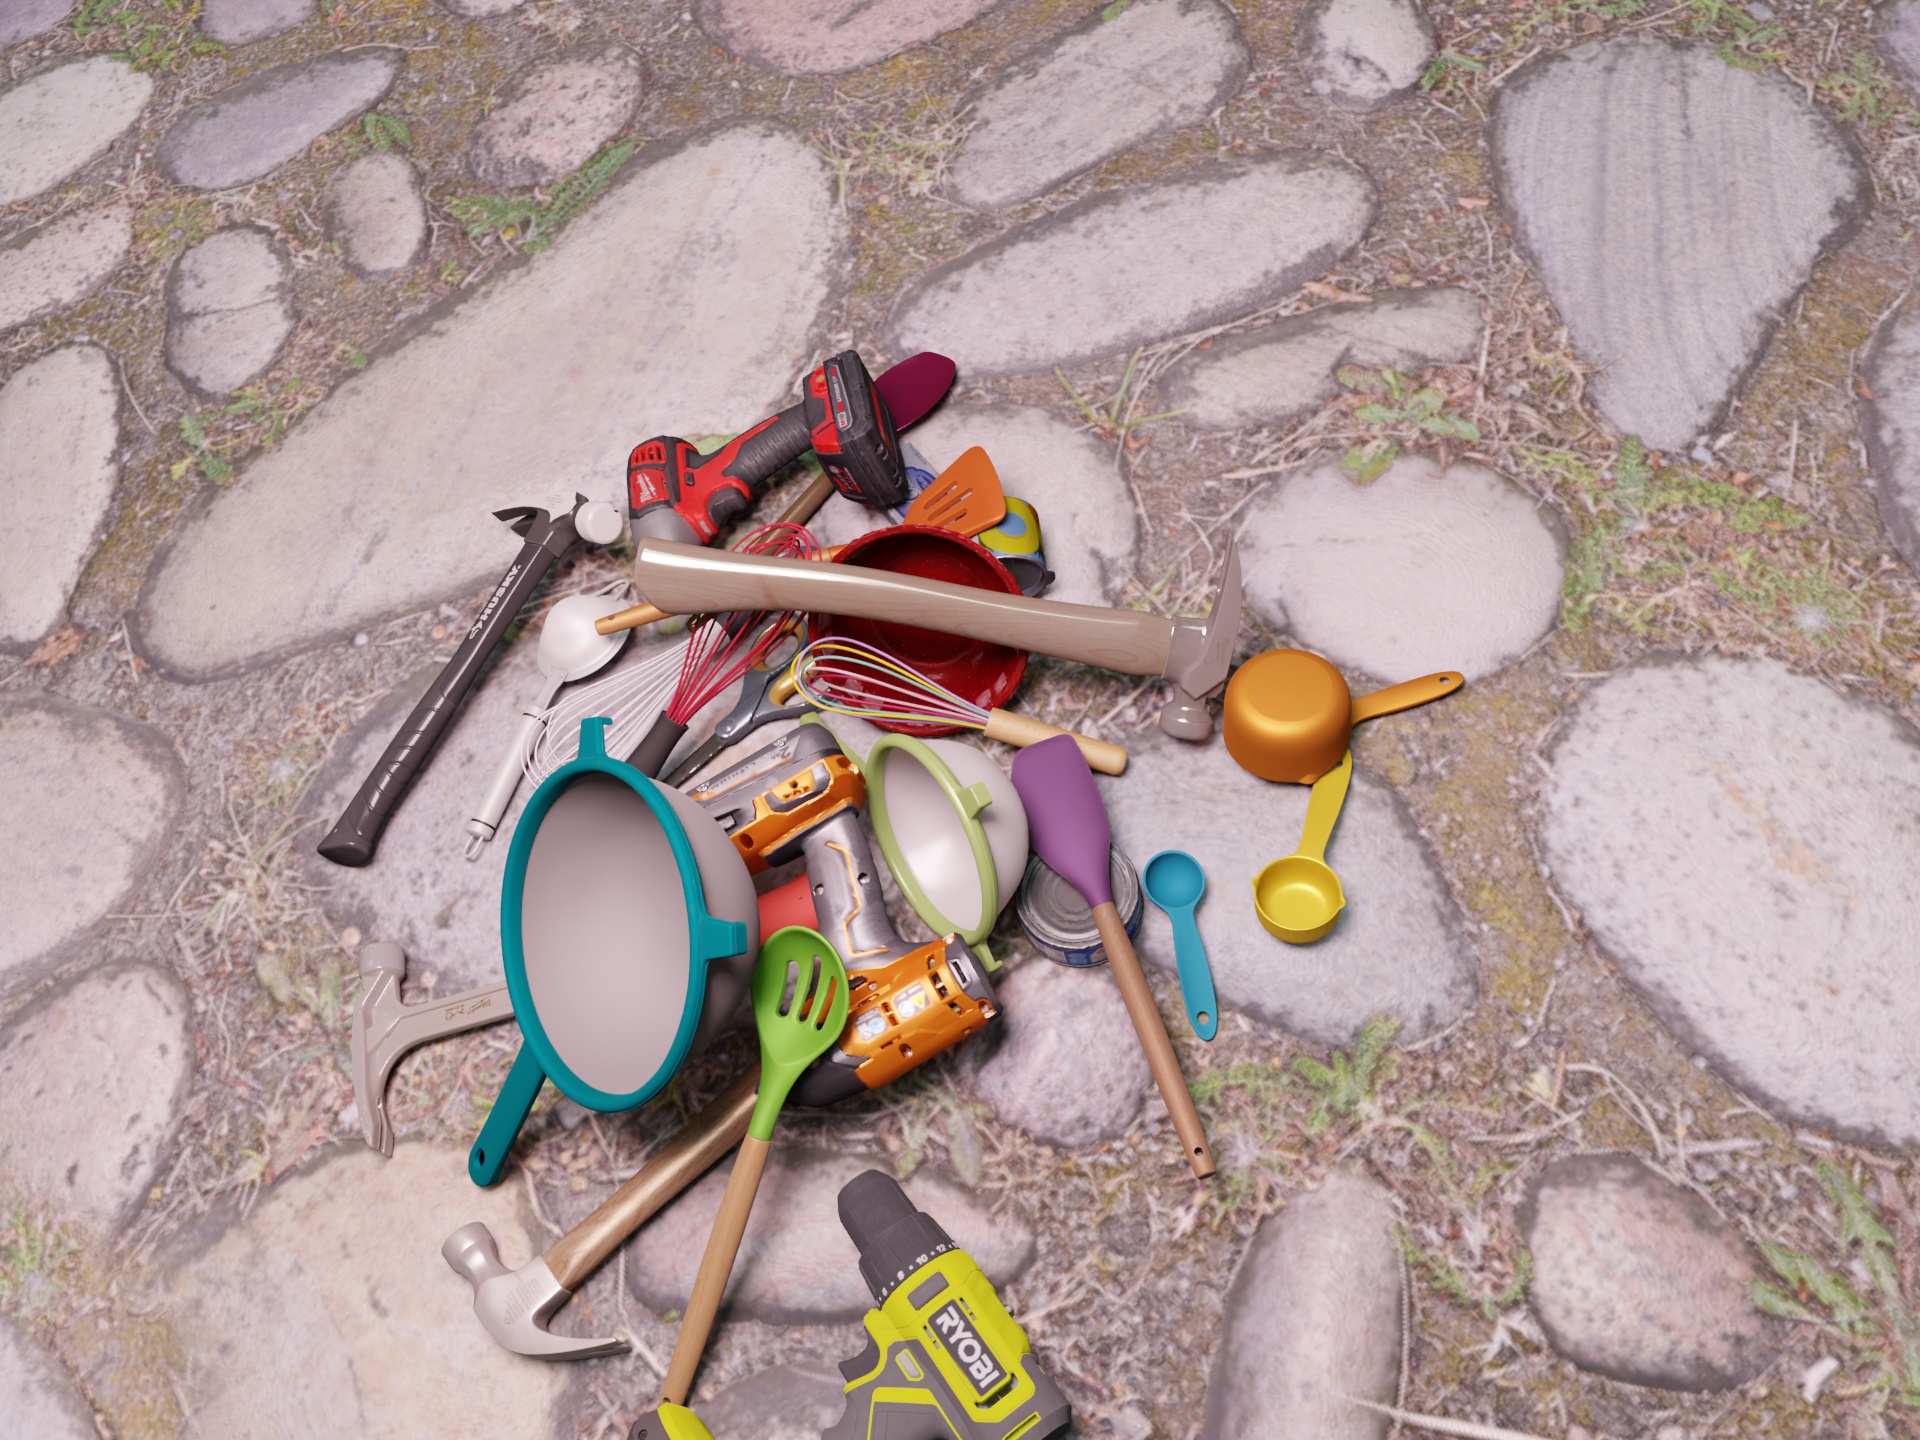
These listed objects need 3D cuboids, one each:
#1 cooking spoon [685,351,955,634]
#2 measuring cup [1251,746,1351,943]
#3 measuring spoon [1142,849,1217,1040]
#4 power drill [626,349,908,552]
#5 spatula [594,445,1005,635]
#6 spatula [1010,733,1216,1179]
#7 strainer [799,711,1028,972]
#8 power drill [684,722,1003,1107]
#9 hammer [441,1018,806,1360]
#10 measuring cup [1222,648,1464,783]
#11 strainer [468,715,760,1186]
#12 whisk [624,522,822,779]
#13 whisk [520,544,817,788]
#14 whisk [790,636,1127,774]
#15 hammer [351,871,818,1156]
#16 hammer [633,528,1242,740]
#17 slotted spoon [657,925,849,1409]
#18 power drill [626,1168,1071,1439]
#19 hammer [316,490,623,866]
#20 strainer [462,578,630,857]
[{"bbox_3d":[-0.113,-0.187,1.285,0.069,0.017,0.319,29,70,33],"label":"cooking spoon"},{"bbox_3d":[0.239,0.083,1.070,0.062,0.029,0.157,13,53,19],"label":"measuring cup"},{"bbox_3d":[0.149,0.150,1.054,0.042,0.021,0.129,-8,69,-4],"label":"measuring spoon"},{"bbox_3d":[-0.159,-0.190,1.247,0.219,0.078,0.143,-21,50,11],"label":"power drill"},{"bbox_3d":[-0.123,-0.122,1.195,0.322,0.041,0.081,-17,53,0],"label":"spatula"},{"bbox_3d":[0.098,0.143,1.022,0.060,0.018,0.316,-21,59,1],"label":"spatula"},{"bbox_3d":[-0.026,0.048,1.099,0.069,0.151,0.257,-22,36,-25],"label":"strainer"},{"bbox_3d":[-0.095,0.133,1.031,0.164,0.084,0.227,-31,68,-3],"label":"power drill"},{"bbox_3d":[-0.171,0.280,1.033,0.331,0.031,0.130,-41,62,-12],"label":"hammer"},{"bbox_3d":[0.265,-0.019,1.094,0.173,0.052,0.095,-17,52,0],"label":"measuring cup"},{"bbox_3d":[-0.218,0.175,1.005,0.211,0.095,0.340,50,123,32],"label":"strainer"},{"bbox_3d":[-0.196,-0.017,1.150,0.073,0.073,0.296,37,94,26],"label":"whisk"},{"bbox_3d":[-0.212,-0.043,1.208,0.284,0.070,0.070,-41,62,-18],"label":"whisk"},{"bbox_3d":[-0.002,-0.002,1.121,0.245,0.051,0.047,17,32,0],"label":"whisk"},{"bbox_3d":[-0.246,0.182,1.098,0.359,0.036,0.149,-16,60,2],"label":"hammer"},{"bbox_3d":[-0.015,-0.087,1.087,0.410,0.146,0.038,9,21,-3],"label":"hammer"},{"bbox_3d":[-0.132,0.276,0.964,0.070,0.031,0.314,18,91,24],"label":"slotted spoon"},{"bbox_3d":[-0.076,0.394,0.927,0.228,0.080,0.191,-35,61,-12],"label":"power drill"},{"bbox_3d":[-0.391,-0.036,1.230,0.146,0.035,0.335,15,70,46],"label":"hammer"},{"bbox_3d":[-0.322,-0.012,1.219,0.087,0.050,0.258,7,65,32],"label":"strainer"}]
